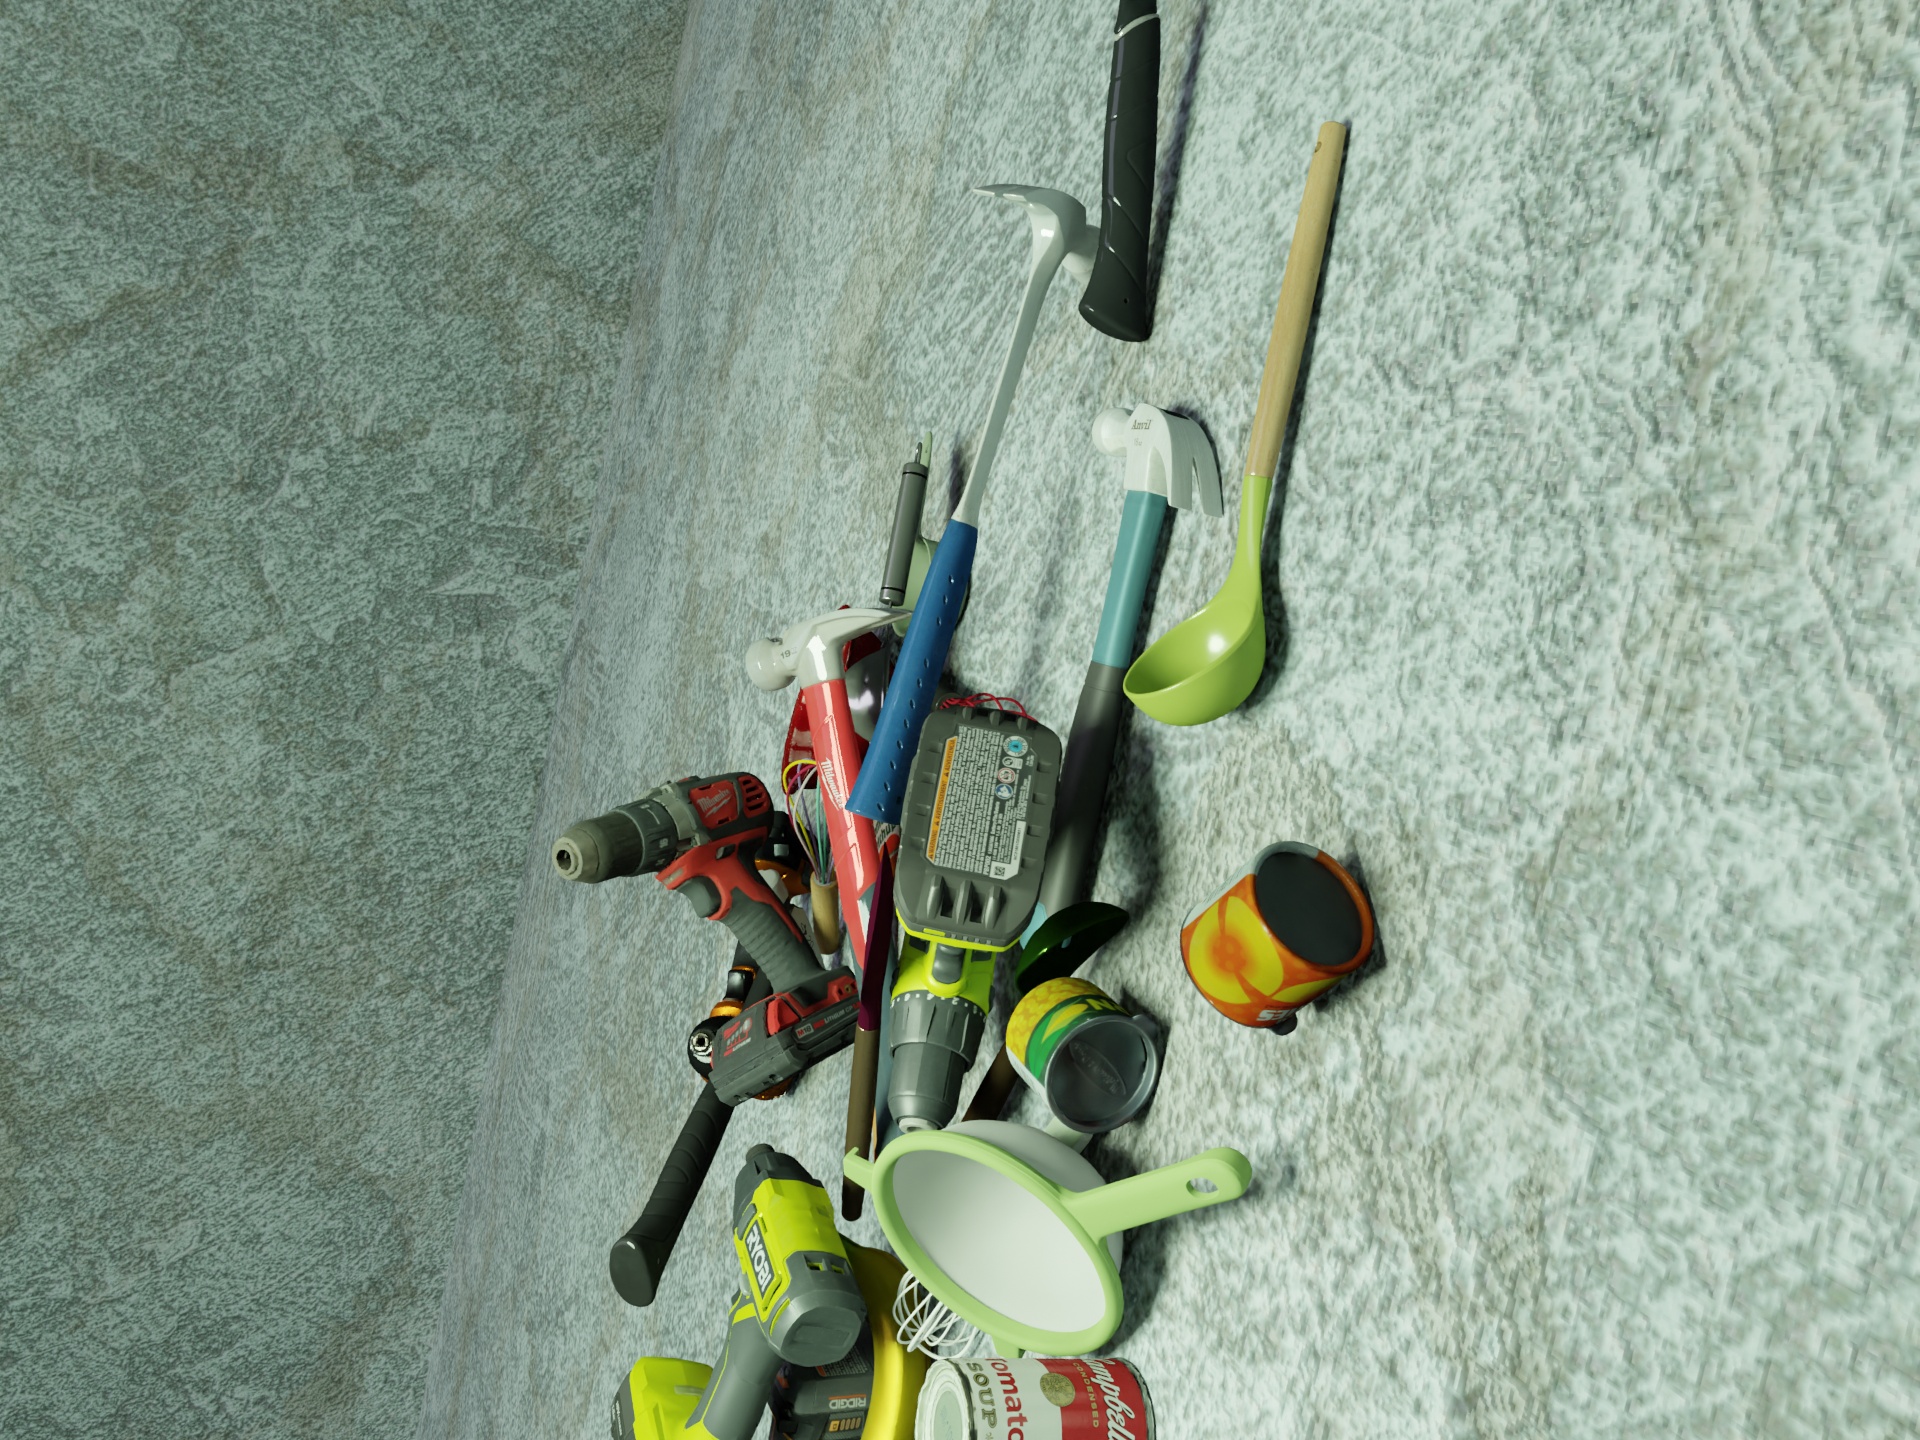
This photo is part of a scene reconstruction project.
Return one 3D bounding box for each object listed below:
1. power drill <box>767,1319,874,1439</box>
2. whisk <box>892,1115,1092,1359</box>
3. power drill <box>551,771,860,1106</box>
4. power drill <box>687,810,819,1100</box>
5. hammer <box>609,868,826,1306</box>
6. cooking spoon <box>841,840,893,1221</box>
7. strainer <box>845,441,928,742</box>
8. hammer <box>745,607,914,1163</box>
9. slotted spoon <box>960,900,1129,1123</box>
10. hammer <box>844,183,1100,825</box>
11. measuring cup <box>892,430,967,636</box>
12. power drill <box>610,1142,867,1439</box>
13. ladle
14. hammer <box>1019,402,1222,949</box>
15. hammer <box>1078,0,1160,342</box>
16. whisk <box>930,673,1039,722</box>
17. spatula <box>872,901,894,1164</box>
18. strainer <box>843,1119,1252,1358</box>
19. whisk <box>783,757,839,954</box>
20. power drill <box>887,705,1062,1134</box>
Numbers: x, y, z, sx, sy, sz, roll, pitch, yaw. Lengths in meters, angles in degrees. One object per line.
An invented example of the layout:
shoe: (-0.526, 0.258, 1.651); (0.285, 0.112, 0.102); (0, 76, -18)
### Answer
power drill: (-0.105, 0.532, 1.091); (0.185, 0.084, 0.226); (-142, 61, -62)
whisk: (0.022, 0.300, 0.937); (0.059, 0.058, 0.246); (44, 125, 22)
power drill: (-0.171, 0.147, 1.108); (0.080, 0.188, 0.227); (-35, 79, 33)
power drill: (-0.176, 0.192, 1.310); (0.164, 0.084, 0.227); (55, -144, -69)
hammer: (-0.170, 0.271, 1.150); (0.335, 0.035, 0.146); (-68, -36, -50)
cooking spoon: (-0.059, 0.209, 1.005); (0.069, 0.017, 0.318); (-88, 4, -56)
strainer: (-0.054, -0.083, 1.170); (0.087, 0.050, 0.258); (127, 154, -78)
hammer: (-0.054, 0.118, 1.065); (0.143, 0.038, 0.386); (-16, 83, 40)
slotted spoon: (0.026, 0.209, 0.955); (0.031, 0.070, 0.313); (50, 136, 31)
hammer: (0.002, -0.134, 0.988); (0.035, 0.144, 0.405); (18, 91, 28)
measuring cup: (-0.018, -0.141, 1.212); (0.083, 0.038, 0.168); (152, 126, -62)
power drill: (-0.146, 0.403, 1.036); (0.223, 0.080, 0.171); (-63, 28, 14)
ladle: (0.147, -0.152, 0.810); (0.078, 0.062, 0.320); (10, 88, 67)
hammer: (0.084, -0.020, 0.930); (0.128, 0.033, 0.331); (-155, 76, -67)
hammer: (0.111, -0.437, 0.957); (0.036, 0.149, 0.409); (-158, 70, -67)
whisk: (-0.002, -0.003, 1.092); (0.296, 0.073, 0.073); (-134, 57, -69)
spatula: (-0.067, 0.191, 1.183); (0.081, 0.041, 0.323); (112, 158, -66)
strainer: (0.062, 0.239, 0.812); (0.256, 0.151, 0.069); (-35, 6, 44)
whisk: (-0.108, 0.106, 1.223); (0.244, 0.047, 0.051); (94, 168, -50)
power drill: (-0.002, 0.117, 0.912); (0.228, 0.080, 0.191); (100, -179, -56)
